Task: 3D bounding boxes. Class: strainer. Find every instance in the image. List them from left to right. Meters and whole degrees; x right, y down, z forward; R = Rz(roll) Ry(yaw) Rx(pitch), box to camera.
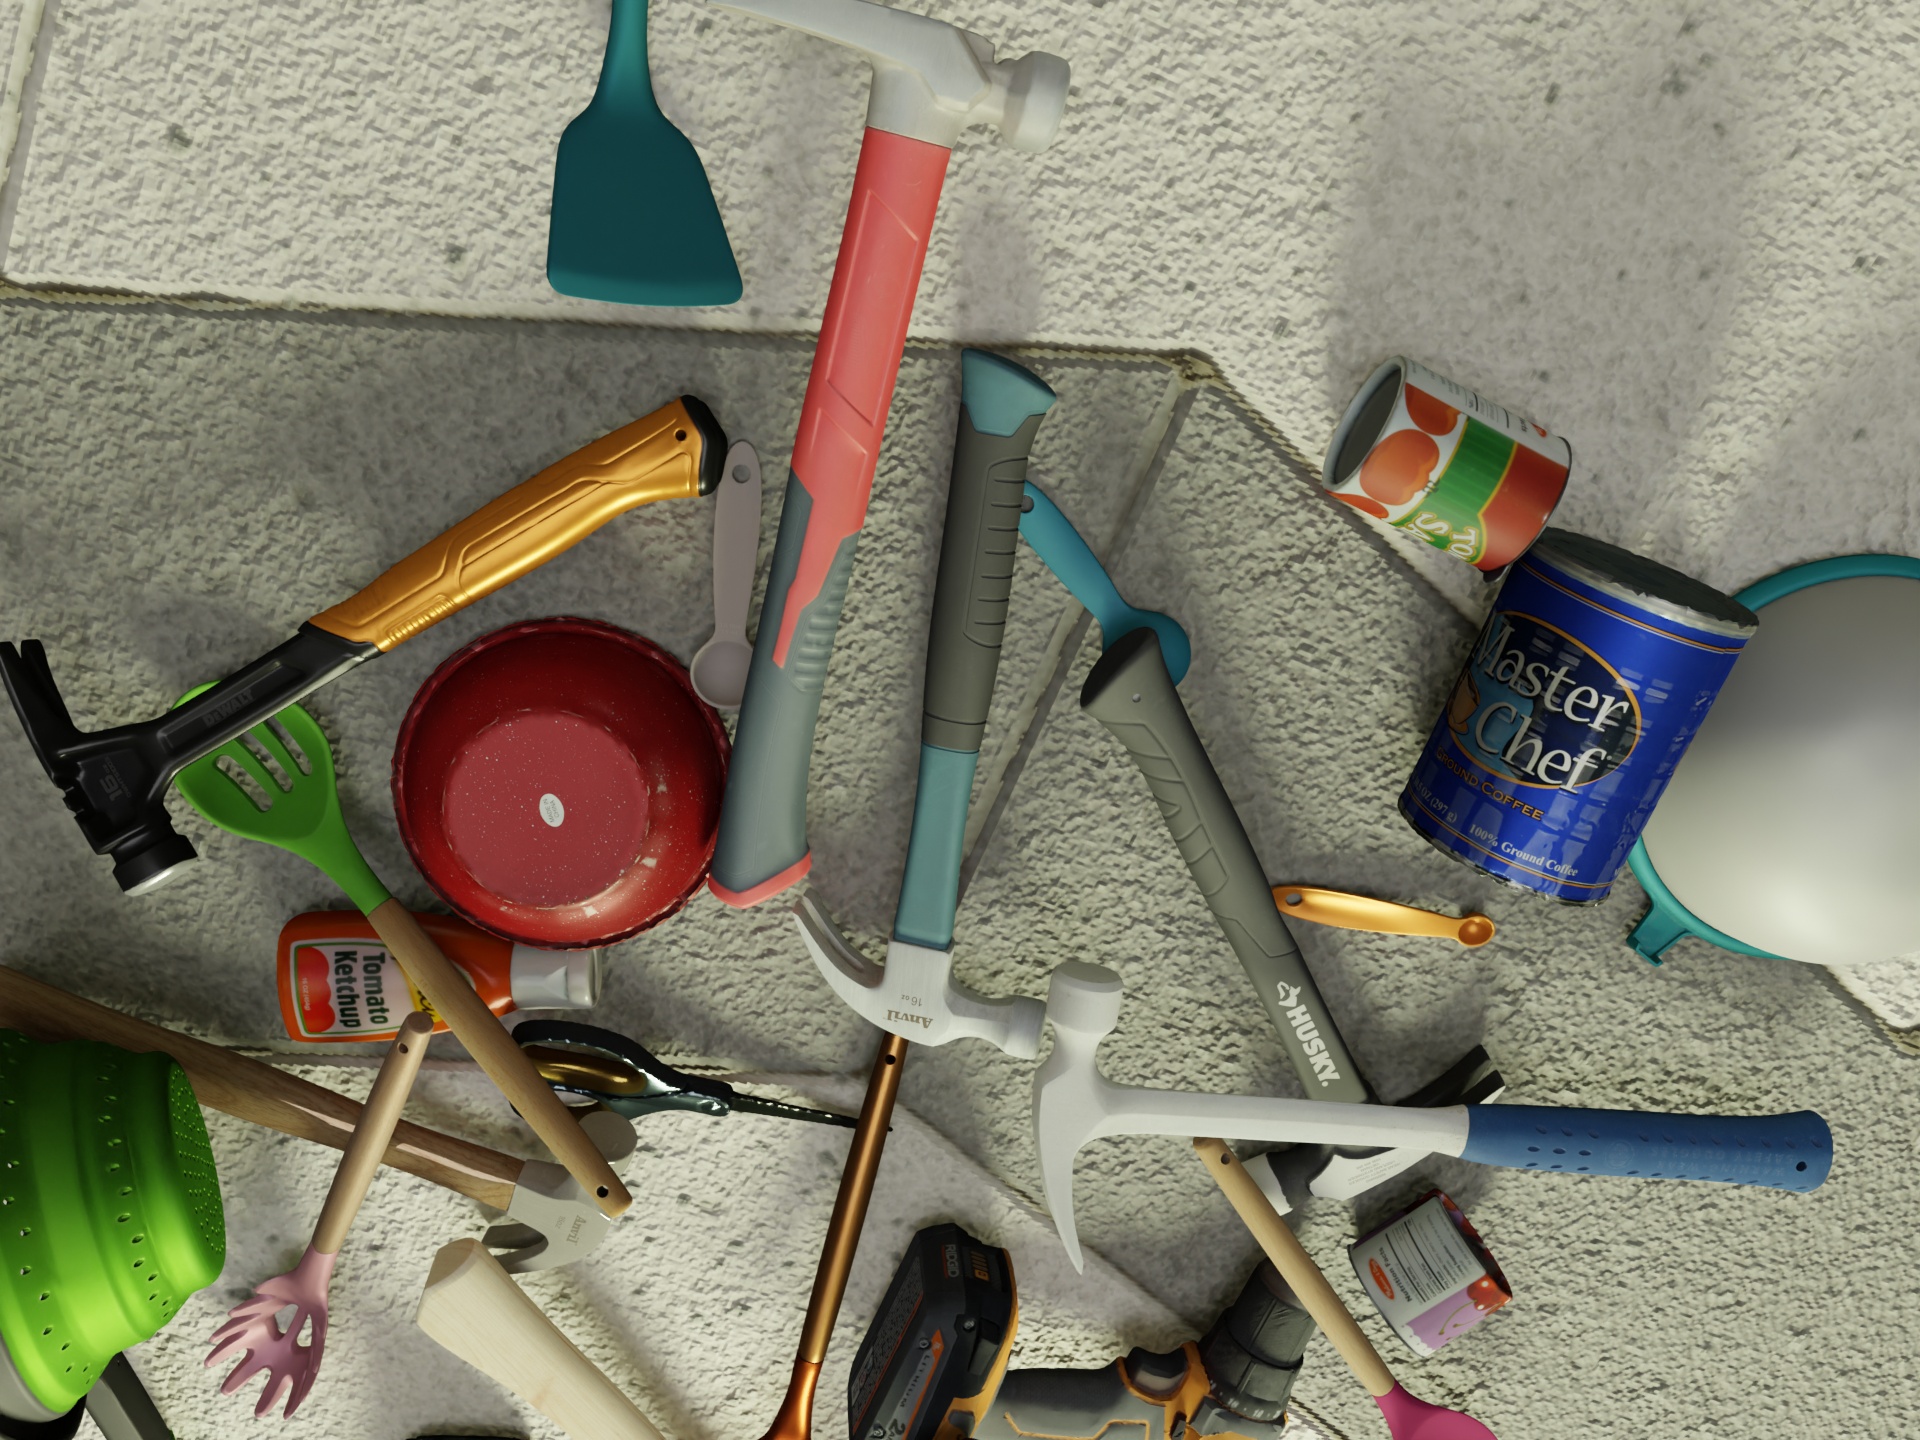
[{"bbox_3d":[0.487,0.031,0.733,0.340,0.095,0.211,-4,110,2],"label":"strainer"}]

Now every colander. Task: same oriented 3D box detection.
[{"bbox_3d":[-0.400,0.276,0.778,0.094,0.205,0.396,-14,135,-19],"label":"colander"}]

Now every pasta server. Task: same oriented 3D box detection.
[{"bbox_3d":[-0.314,0.251,0.792,0.060,0.040,0.316,33,123,1],"label":"pasta server"}]

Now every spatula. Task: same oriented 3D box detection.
[{"bbox_3d":[-0.122,-0.327,0.621,0.082,0.044,0.317,-4,110,-26],"label":"spatula"},{"bbox_3d":[-0.073,0.312,0.825,0.081,0.041,0.322,15,99,3],"label":"spatula"}]

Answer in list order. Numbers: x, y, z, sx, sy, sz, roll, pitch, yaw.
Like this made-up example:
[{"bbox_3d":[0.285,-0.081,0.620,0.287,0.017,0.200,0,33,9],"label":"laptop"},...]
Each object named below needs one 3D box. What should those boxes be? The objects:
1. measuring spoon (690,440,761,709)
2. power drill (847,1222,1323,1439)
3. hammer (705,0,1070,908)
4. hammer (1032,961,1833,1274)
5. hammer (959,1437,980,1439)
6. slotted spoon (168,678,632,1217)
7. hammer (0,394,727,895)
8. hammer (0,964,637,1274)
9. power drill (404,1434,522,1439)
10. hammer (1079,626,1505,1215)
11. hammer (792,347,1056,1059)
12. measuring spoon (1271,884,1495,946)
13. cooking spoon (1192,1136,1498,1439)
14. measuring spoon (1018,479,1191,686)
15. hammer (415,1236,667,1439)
[{"bbox_3d":[-0.104,-0.067,0.734,0.034,0.018,0.124,5,103,-3],"label":"measuring spoon"},{"bbox_3d":[0.074,0.342,0.850,0.226,0.084,0.185,21,106,-12],"label":"power drill"},{"bbox_3d":[-0.072,-0.098,0.677,0.143,0.038,0.386,11,110,-11],"label":"hammer"},{"bbox_3d":[0.231,0.204,0.774,0.405,0.035,0.144,6,101,-10],"label":"hammer"},{"bbox_3d":[-0.033,0.514,0.870,0.149,0.037,0.358,8,122,-19],"label":"hammer"},{"bbox_3d":[-0.257,0.109,0.746,0.070,0.031,0.314,-39,90,1],"label":"slotted spoon"},{"bbox_3d":[-0.258,-0.056,0.707,0.337,0.034,0.127,-29,93,3],"label":"hammer"},{"bbox_3d":[-0.332,0.197,0.802,0.331,0.031,0.130,21,125,-4],"label":"hammer"},{"bbox_3d":[-0.279,0.496,0.821,0.078,0.220,0.143,2,110,-2],"label":"power drill"},{"bbox_3d":[0.149,0.099,0.772,0.146,0.035,0.334,-25,113,8],"label":"hammer"},{"bbox_3d":[-0.001,-0.002,0.738,0.128,0.033,0.331,10,107,7],"label":"hammer"},{"bbox_3d":[0.210,0.095,0.799,0.117,0.011,0.021,9,121,-1],"label":"measuring spoon"},{"bbox_3d":[0.208,0.329,0.831,0.069,0.017,0.318,-41,108,-19],"label":"cooking spoon"},{"bbox_3d":[0.060,-0.060,0.731,0.042,0.021,0.128,-38,105,12],"label":"measuring spoon"},{"bbox_3d":[-0.149,0.426,0.877,0.146,0.038,0.410,-28,114,7],"label":"hammer"}]
